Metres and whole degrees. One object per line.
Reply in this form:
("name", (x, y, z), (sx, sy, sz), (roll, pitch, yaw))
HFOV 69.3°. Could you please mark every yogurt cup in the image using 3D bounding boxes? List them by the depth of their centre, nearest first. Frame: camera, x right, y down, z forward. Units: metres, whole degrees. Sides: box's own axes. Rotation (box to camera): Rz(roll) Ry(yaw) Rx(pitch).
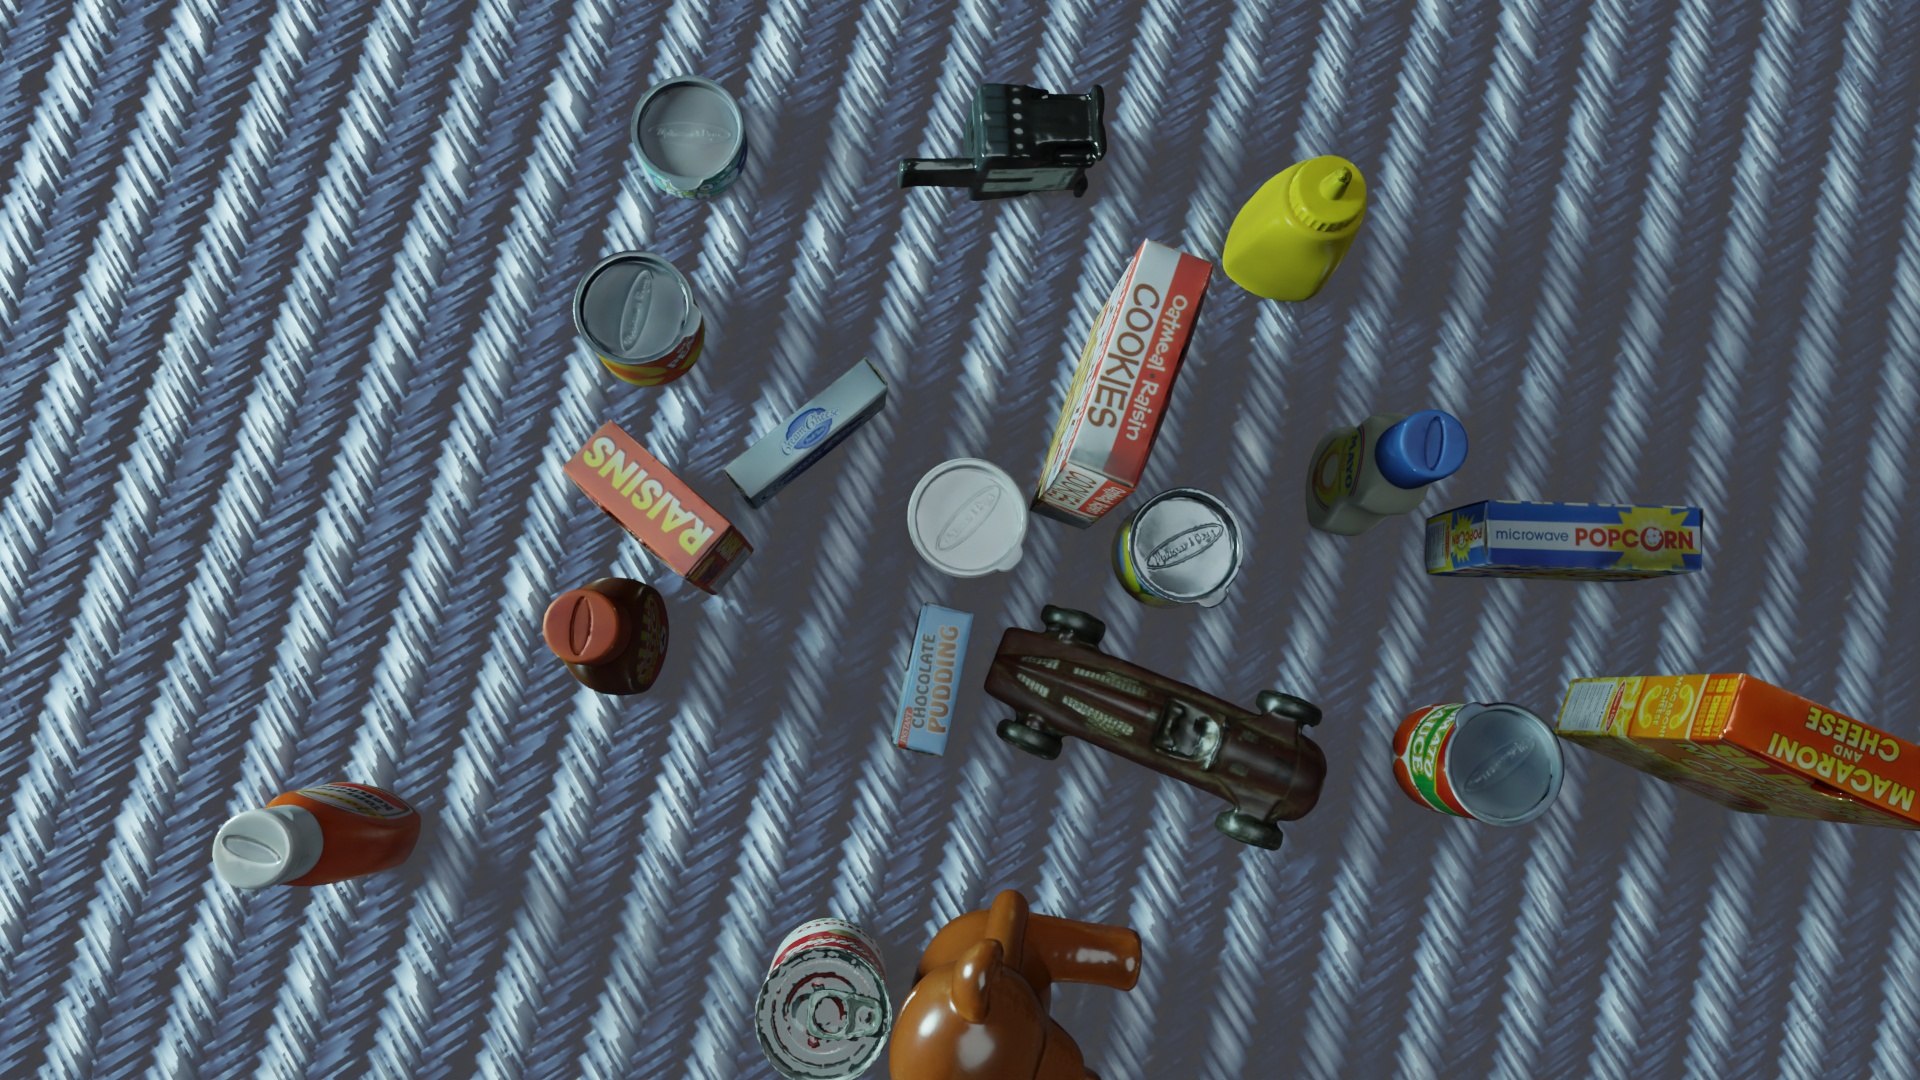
("yogurt cup", (0.003, -0.010, 0.800), (0.072, 0.054, 0.072), (0, 83, -4))

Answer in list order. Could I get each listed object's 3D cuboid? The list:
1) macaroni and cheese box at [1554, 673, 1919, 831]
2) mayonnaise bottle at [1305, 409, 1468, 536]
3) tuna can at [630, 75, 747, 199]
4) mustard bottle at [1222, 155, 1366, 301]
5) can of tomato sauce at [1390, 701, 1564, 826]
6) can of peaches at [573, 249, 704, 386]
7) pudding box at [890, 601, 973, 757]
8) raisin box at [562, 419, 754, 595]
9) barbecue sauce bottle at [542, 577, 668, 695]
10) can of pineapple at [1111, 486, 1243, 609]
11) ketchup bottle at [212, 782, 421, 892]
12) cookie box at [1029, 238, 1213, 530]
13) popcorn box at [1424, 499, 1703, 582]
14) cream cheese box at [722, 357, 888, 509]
("macaroni and cheese box", (0.425, 0.114, 0.757), (0.124, 0.166, 0.040), (23, 82, -1))
("mayonnaise bottle", (0.234, -0.041, 0.773), (0.041, 0.148, 0.065), (10, 83, -3))
("tuna can", (-0.161, -0.237, 0.829), (0.071, 0.033, 0.071), (0, 83, -4))
("mustard bottle", (0.195, -0.180, 0.782), (0.065, 0.160, 0.049), (22, 82, -1))
("can of tomato sauce", (0.289, 0.124, 0.789), (0.071, 0.083, 0.071), (0, 83, -4))
("can of peaches", (-0.181, -0.126, 0.800), (0.071, 0.058, 0.071), (0, 83, -4))
("pudding box", (-0.017, 0.079, 0.790), (0.030, 0.049, 0.084), (12, 82, -2))
("raisin box", (-0.161, -0.014, 0.755), (0.086, 0.123, 0.040), (42, 82, 2))
("barbecue sauce bottle", (-0.186, 0.049, 0.732), (0.044, 0.148, 0.065), (5, 83, -3))
("can of pineapple", (0.125, 0.008, 0.805), (0.071, 0.058, 0.071), (0, 83, -4))
("ketchup bottle", (-0.329, 0.151, 0.709), (0.065, 0.148, 0.043), (19, 82, -1))
("cookie box", (0.084, -0.078, 0.758), (0.040, 0.167, 0.123), (20, 82, -1))
("popcorn box", (0.347, 0.001, 0.807), (0.127, 0.085, 0.038), (2, 83, -4))
("cream cheese box", (-0.088, -0.060, 0.801), (0.104, 0.053, 0.024), (-39, 87, -8))
